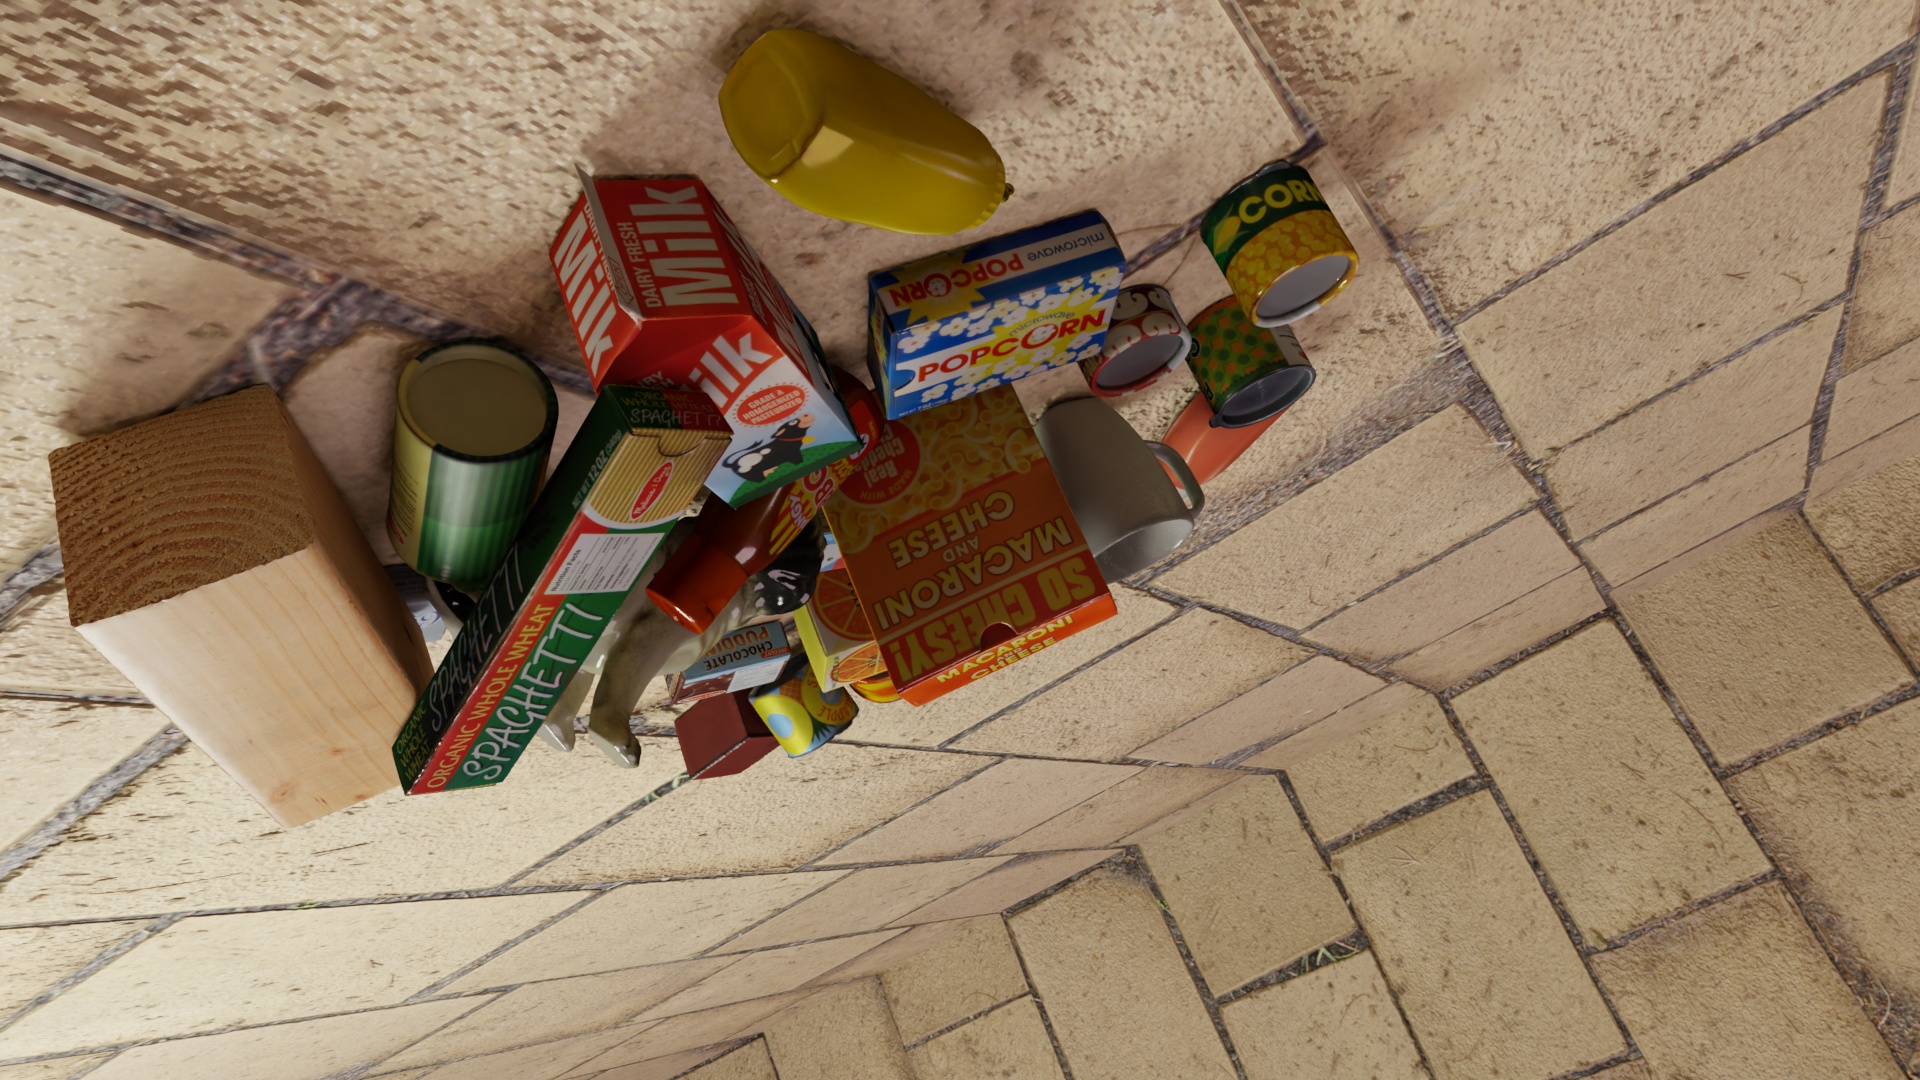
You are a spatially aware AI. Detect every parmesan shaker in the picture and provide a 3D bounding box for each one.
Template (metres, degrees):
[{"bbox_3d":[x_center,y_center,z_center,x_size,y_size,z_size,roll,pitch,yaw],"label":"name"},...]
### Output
[{"bbox_3d":[-0.218,-0.031,0.621,0.071,0.071,0.102,-10,155,-30],"label":"parmesan shaker"}]

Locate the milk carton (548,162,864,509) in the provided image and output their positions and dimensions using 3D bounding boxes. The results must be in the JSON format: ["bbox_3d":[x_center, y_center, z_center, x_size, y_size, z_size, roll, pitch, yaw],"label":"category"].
[{"bbox_3d":[-0.112,-0.086,0.600,0.073,0.072,0.190,-25,158,5],"label":"milk carton"}]

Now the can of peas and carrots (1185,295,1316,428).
[{"bbox_3d":[0.174,-0.110,0.855,0.071,0.059,0.070,-20,158,-8],"label":"can of peas and carrots"}]

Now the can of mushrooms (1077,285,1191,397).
[{"bbox_3d":[0.096,-0.113,0.803,0.071,0.033,0.070,-21,159,-8],"label":"can of mushrooms"}]

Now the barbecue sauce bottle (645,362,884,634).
[{"bbox_3d":[-0.100,-0.020,0.710,0.149,0.044,0.064,-52,160,-18],"label":"barbecue sauce bottle"}]

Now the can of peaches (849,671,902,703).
[{"bbox_3d":[-0.064,0.085,1.056,0.071,0.071,0.058,-22,158,-3],"label":"can of peaches"}]

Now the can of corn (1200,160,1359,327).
[{"bbox_3d":[0.171,-0.157,0.742,0.071,0.058,0.071,-21,158,-8],"label":"can of corn"}]

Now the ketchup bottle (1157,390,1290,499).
[{"bbox_3d":[0.171,-0.070,0.965,0.065,0.043,0.148,-8,154,-31],"label":"ketchup bottle"}]

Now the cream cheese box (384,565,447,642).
[{"bbox_3d":[-0.325,0.039,0.739,0.104,0.024,0.053,-7,153,-36],"label":"cream cheese box"}]

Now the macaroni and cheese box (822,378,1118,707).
[{"bbox_3d":[-0.005,-0.011,0.753,0.124,0.167,0.040,-26,157,5],"label":"macaroni and cheese box"}]

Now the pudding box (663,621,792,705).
[{"bbox_3d":[-0.169,0.089,1.006,0.084,0.030,0.049,-12,157,-27],"label":"pudding box"}]

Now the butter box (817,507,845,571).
[{"bbox_3d":[-0.066,-0.005,0.900,0.104,0.024,0.053,-10,154,-31],"label":"butter box"}]

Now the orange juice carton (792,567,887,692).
[{"bbox_3d":[-0.017,0.033,0.973,0.193,0.073,0.071,-18,157,-15],"label":"orange juice carton"}]

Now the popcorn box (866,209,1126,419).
[{"bbox_3d":[0.016,-0.114,0.712,0.127,0.038,0.085,-19,159,-13],"label":"popcorn box"}]

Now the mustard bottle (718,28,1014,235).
[{"bbox_3d":[-0.024,-0.152,0.554,0.048,0.065,0.160,-40,157,27],"label":"mustard bottle"}]

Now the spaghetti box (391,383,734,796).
[{"bbox_3d":[-0.181,0.030,0.606,0.050,0.029,0.249,1,138,-47],"label":"spaghetti box"}]

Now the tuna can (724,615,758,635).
[{"bbox_3d":[-0.162,0.037,0.888,0.071,0.033,0.070,-20,158,-8],"label":"tuna can"}]

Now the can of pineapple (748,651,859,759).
[{"bbox_3d":[-0.119,0.124,1.066,0.071,0.058,0.071,-32,-169,7],"label":"can of pineapple"}]
